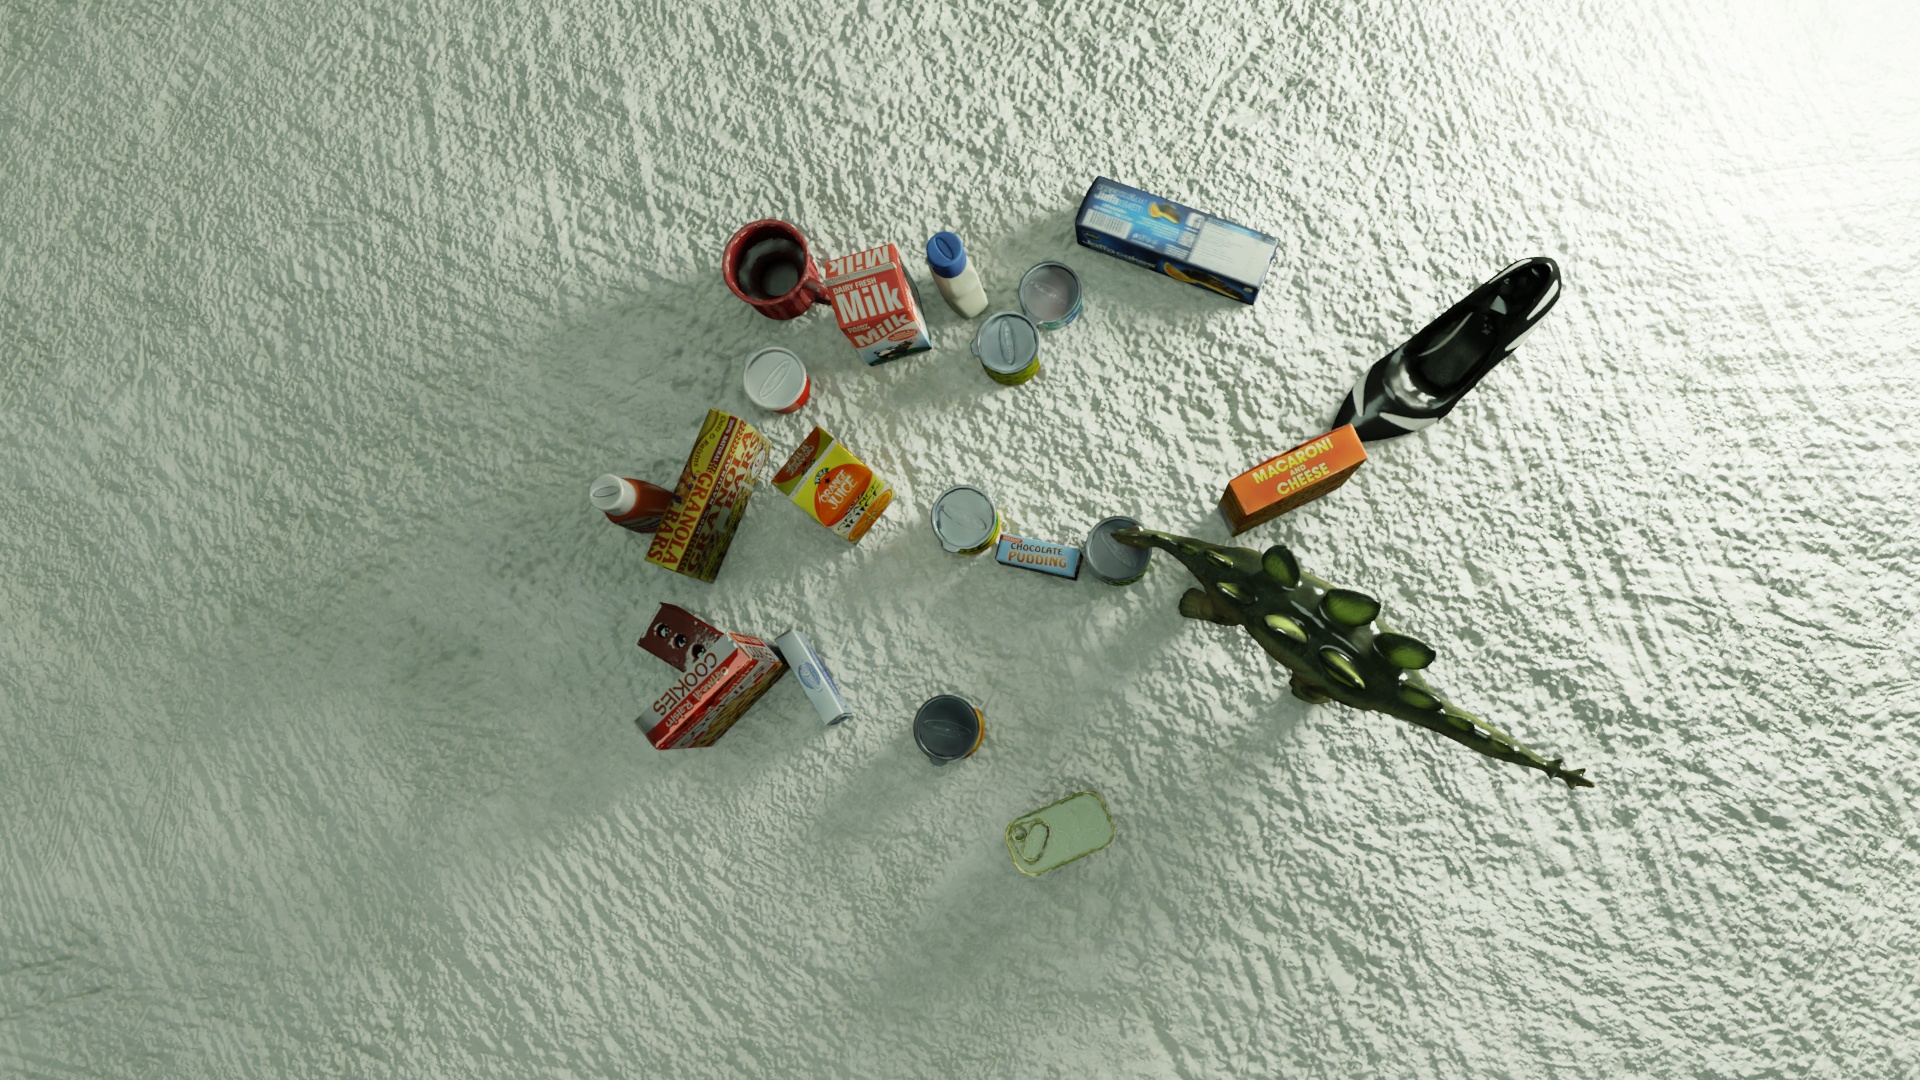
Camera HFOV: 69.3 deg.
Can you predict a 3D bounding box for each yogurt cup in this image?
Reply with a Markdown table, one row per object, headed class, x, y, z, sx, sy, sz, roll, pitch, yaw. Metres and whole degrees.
| class | x | y | z | sx | sy | sz | roll | pitch | yaw |
| --- | --- | --- | --- | --- | --- | --- | --- | --- | --- |
| yogurt cup | -0.190 | -0.165 | 1.463 | 0.072 | 0.054 | 0.072 | -1 | 82 | 7 |

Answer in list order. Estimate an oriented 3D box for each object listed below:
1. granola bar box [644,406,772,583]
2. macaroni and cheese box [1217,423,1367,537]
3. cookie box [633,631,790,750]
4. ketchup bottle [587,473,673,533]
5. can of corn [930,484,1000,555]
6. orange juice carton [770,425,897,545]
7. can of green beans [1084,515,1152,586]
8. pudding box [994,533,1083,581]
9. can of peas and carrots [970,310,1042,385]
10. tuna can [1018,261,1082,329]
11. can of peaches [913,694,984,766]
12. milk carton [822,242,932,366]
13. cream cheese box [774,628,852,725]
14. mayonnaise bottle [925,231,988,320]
| class | x | y | z | sx | sy | sz | roll | pitch | yaw |
| --- | --- | --- | --- | --- | --- | --- | --- | --- | --- |
| granola bar box | -0.253 | -0.043 | 1.417 | 0.039 | 0.124 | 0.165 | 22 | 85 | 9 |
| macaroni and cheese box | 0.313 | -0.055 | 1.331 | 0.124 | 0.166 | 0.040 | -26 | 80 | 3 |
| cookie box | -0.238 | 0.150 | 1.367 | 0.123 | 0.167 | 0.040 | -45 | 80 | 0 |
| ketchup bottle | -0.335 | -0.038 | 1.414 | 0.065 | 0.148 | 0.043 | -12 | 81 | 5 |
| can of corn | 0.005 | -0.018 | 1.417 | 0.071 | 0.058 | 0.071 | -1 | 82 | 7 |
| orange juice carton | -0.126 | -0.055 | 1.369 | 0.073 | 0.192 | 0.072 | 39 | 89 | 10 |
| can of green beans | 0.159 | 0.011 | 1.395 | 0.071 | 0.058 | 0.071 | -1 | 82 | 7 |
| pudding box | 0.080 | 0.017 | 1.407 | 0.084 | 0.049 | 0.030 | 12 | 84 | 8 |
| can of peas and carrots | 0.049 | -0.197 | 1.436 | 0.071 | 0.058 | 0.071 | -1 | 82 | 7 |
| tuna can | 0.093 | -0.253 | 1.452 | 0.071 | 0.033 | 0.071 | -1 | 82 | 7 |
| can of peaches | -0.011 | 0.190 | 1.390 | 0.071 | 0.058 | 0.071 | -1 | 82 | 7 |
| milk carton | -0.084 | -0.239 | 1.391 | 0.072 | 0.190 | 0.073 | -14 | 81 | 5 |
| cream cheese box | -0.149 | 0.140 | 1.415 | 0.024 | 0.053 | 0.104 | -33 | 80 | 2 |
| mayonnaise bottle | -0.006 | -0.271 | 1.408 | 0.041 | 0.148 | 0.065 | -37 | 80 | 1 |
